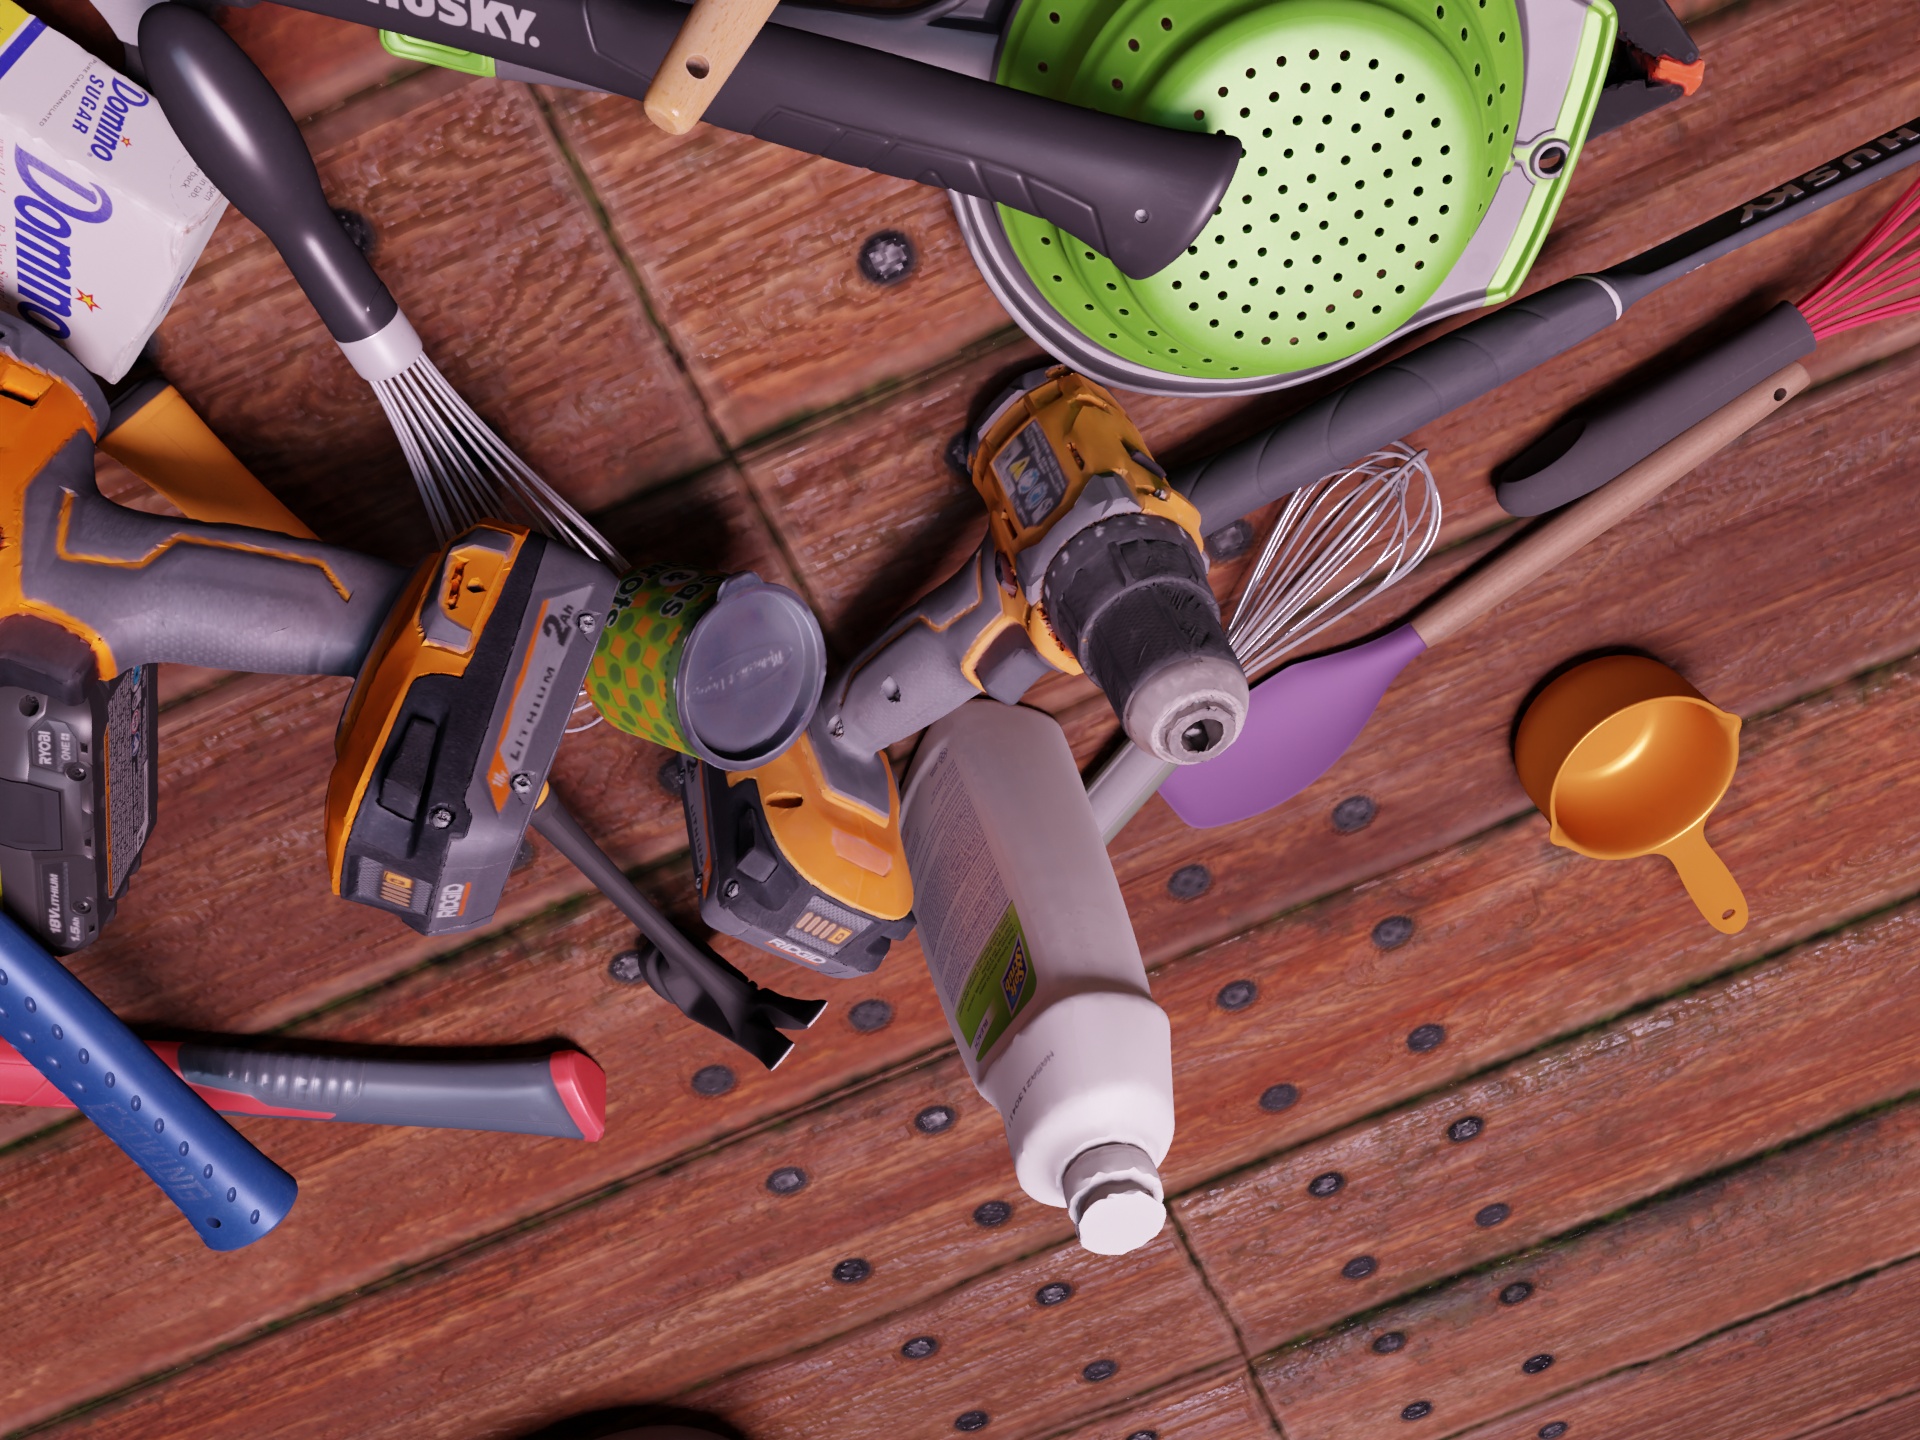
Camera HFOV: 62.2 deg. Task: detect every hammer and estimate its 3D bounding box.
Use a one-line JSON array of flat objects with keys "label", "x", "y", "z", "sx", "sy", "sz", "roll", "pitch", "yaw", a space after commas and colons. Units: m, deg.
[{"label": "hammer", "x": 0.246, "y": -0.157, "z": 0.570, "sx": 0.409, "sy": 0.149, "sz": 0.036, "roll": -26, "pitch": 119, "yaw": 14}, {"label": "hammer", "x": -0.354, "y": 0.168, "z": 0.699, "sx": 0.386, "sy": 0.038, "sz": 0.143, "roll": 8, "pitch": 121, "yaw": -16}, {"label": "hammer", "x": -0.356, "y": 0.039, "z": 0.522, "sx": 0.144, "sy": 0.035, "sz": 0.405, "roll": -24, "pitch": 121, "yaw": 9}, {"label": "hammer", "x": -0.086, "y": -0.192, "z": 0.442, "sx": 0.335, "sy": 0.035, "sz": 0.146, "roll": 16, "pitch": 134, "yaw": 2}, {"label": "hammer", "x": -0.183, "y": 0.009, "z": 0.599, "sx": 0.034, "sy": 0.127, "sz": 0.336, "roll": -49, "pitch": 118, "yaw": -19}]

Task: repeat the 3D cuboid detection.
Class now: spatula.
[{"label": "spatula", "x": 0.220, "y": -0.050, "z": 0.686, "sx": 0.316, "sy": 0.018, "sz": 0.059, "roll": -37, "pitch": 115, "yaw": 14}]

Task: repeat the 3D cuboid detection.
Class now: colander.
[{"label": "colander", "x": 0.017, "y": -0.185, "z": 0.491, "sx": 0.397, "sy": 0.095, "sz": 0.204, "roll": 5, "pitch": 127, "yaw": -7}]

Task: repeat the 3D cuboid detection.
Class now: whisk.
[{"label": "whisk", "x": -0.174, "y": -0.100, "z": 0.525, "sx": 0.070, "sy": 0.070, "sz": 0.284, "roll": -21, "pitch": 135, "yaw": 2}, {"label": "whisk", "x": 0.110, "y": -0.019, "z": 0.669, "sx": 0.058, "sy": 0.059, "sz": 0.246, "roll": 43, "pitch": 116, "yaw": 10}, {"label": "whisk", "x": 0.343, "y": -0.164, "z": 0.615, "sx": 0.296, "sy": 0.073, "sz": 0.073, "roll": -31, "pitch": 123, "yaw": 16}]

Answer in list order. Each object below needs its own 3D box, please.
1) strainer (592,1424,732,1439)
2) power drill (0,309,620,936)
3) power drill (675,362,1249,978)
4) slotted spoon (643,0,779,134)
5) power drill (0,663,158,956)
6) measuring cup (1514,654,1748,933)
[{"label": "strainer", "x": -0.167, "y": 0.513, "z": 0.926, "sx": 0.211, "sy": 0.095, "sz": 0.340, "roll": -10, "pitch": 126, "yaw": -2}, {"label": "power drill", "x": -0.233, "y": -0.016, "z": 0.466, "sx": 0.226, "sy": 0.164, "sz": 0.084, "roll": 21, "pitch": 146, "yaw": -12}, {"label": "power drill", "x": -0.001, "y": -0.002, "z": 0.575, "sx": 0.084, "sy": 0.186, "sz": 0.226, "roll": 30, "pitch": 116, "yaw": -36}, {"label": "slotted spoon", "x": 0.000, "y": -0.283, "z": 0.409, "sx": 0.070, "sy": 0.031, "sz": 0.314, "roll": 31, "pitch": 82, "yaw": -21}, {"label": "power drill", "x": -0.421, "y": 0.017, "z": 0.568, "sx": 0.228, "sy": 0.080, "sz": 0.190, "roll": 8, "pitch": 120, "yaw": -13}, {"label": "measuring cup", "x": 0.323, "y": 0.039, "z": 0.745, "sx": 0.095, "sy": 0.052, "sz": 0.173, "roll": -37, "pitch": 124, "yaw": 13}]
